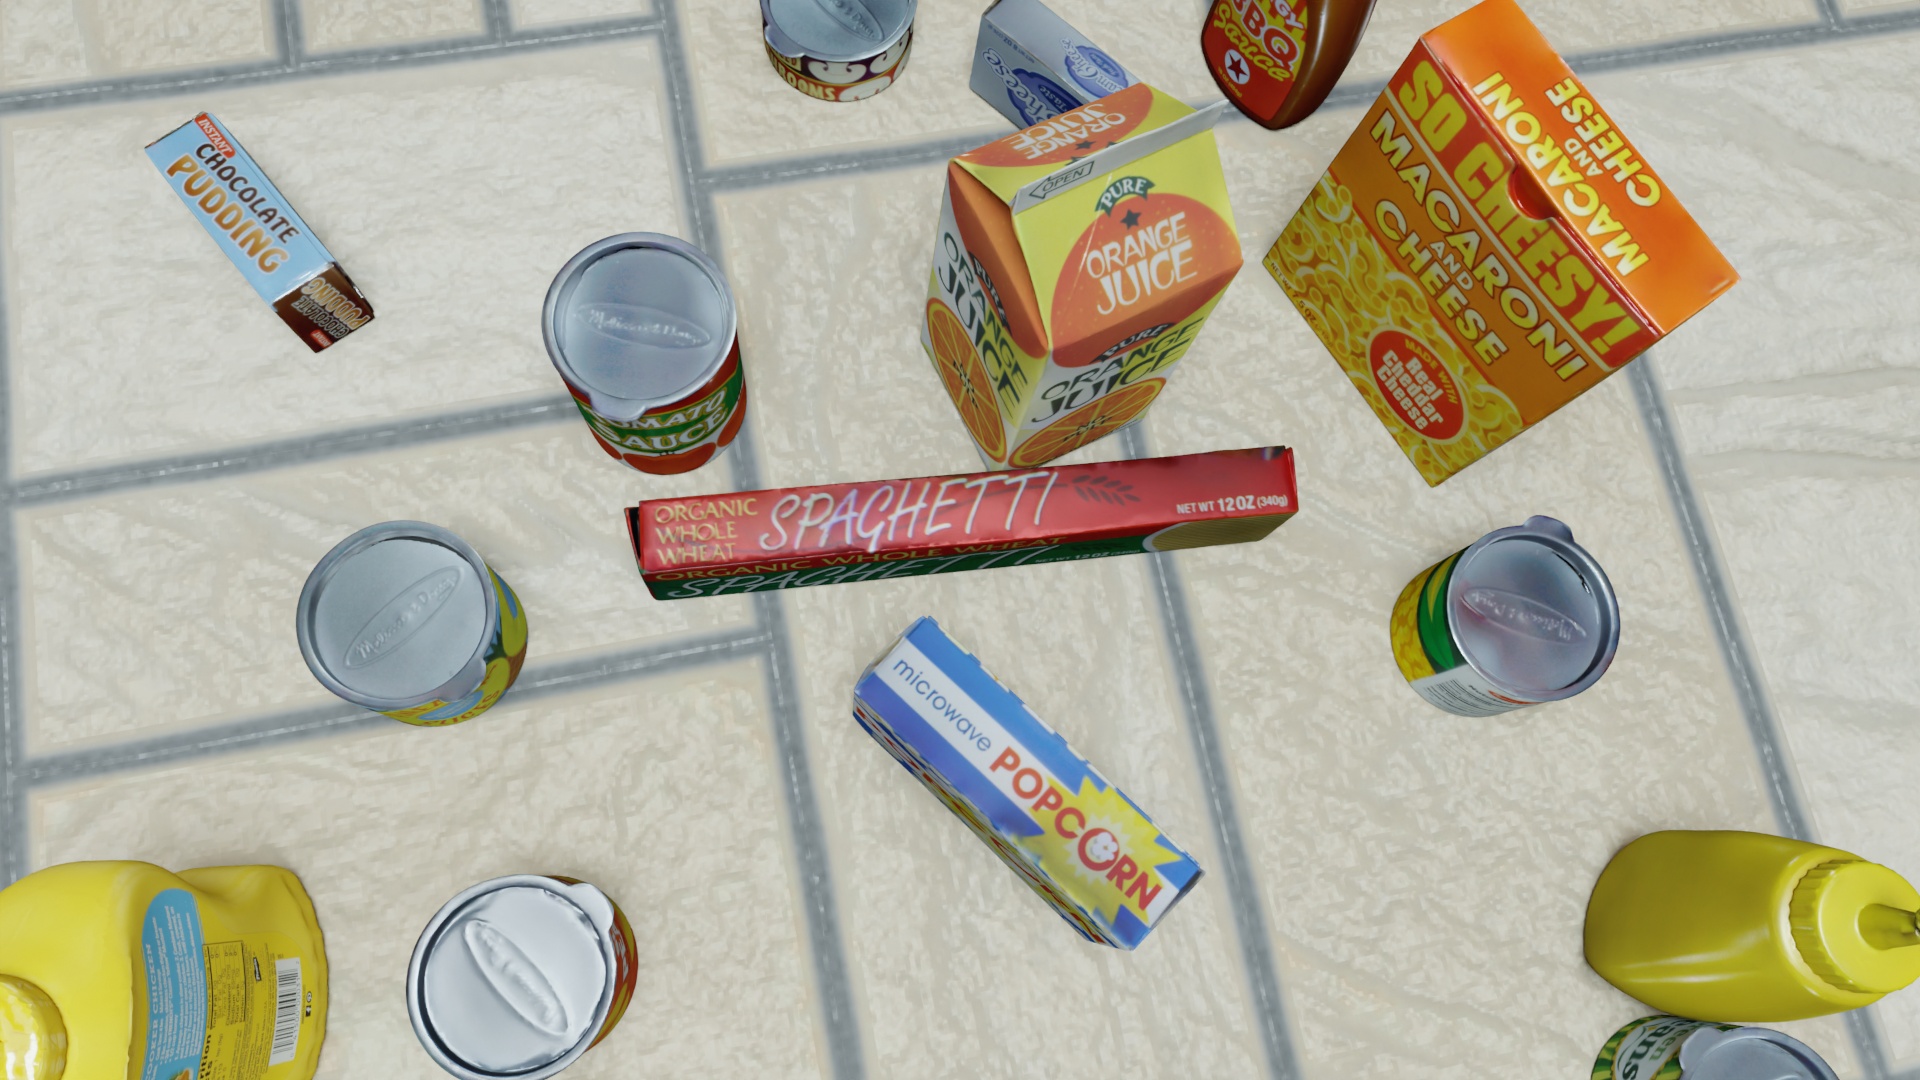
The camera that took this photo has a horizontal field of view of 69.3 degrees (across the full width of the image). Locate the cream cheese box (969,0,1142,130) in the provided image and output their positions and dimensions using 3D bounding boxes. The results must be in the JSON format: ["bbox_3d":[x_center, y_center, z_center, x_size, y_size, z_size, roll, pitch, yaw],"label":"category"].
[{"bbox_3d":[0.052,-0.180,0.581,0.104,0.053,0.024,40,76,5],"label":"cream cheese box"}]

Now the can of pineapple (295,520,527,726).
[{"bbox_3d":[-0.194,0.033,0.499,0.071,0.057,0.071,1,75,-5],"label":"can of pineapple"}]

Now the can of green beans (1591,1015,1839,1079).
[{"bbox_3d":[0.271,0.207,0.498,0.071,0.057,0.071,1,75,-5],"label":"can of green beans"}]

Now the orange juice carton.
[{"bbox_3d":[0.038,-0.089,0.484,0.072,0.192,0.073,-25,79,-11],"label":"orange juice carton"}]

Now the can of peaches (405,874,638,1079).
[{"bbox_3d":[-0.145,0.146,0.474,0.071,0.058,0.071,1,75,-5],"label":"can of peaches"}]

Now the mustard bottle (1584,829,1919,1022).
[{"bbox_3d":[0.271,0.130,0.465,0.049,0.160,0.065,25,75,1],"label":"mustard bottle"}]

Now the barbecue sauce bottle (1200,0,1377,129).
[{"bbox_3d":[0.141,-0.228,0.553,0.044,0.148,0.065,-33,81,-12],"label":"barbecue sauce bottle"}]

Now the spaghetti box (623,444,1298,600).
[{"bbox_3d":[0.002,-0.007,0.533,0.250,0.050,0.029,-5,76,-7],"label":"spaghetti box"}]

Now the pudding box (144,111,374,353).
[{"bbox_3d":[-0.269,-0.118,0.536,0.030,0.049,0.084,-39,82,-13],"label":"pudding box"}]

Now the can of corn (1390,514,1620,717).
[{"bbox_3d":[0.209,0.031,0.538,0.071,0.058,0.071,1,75,-5],"label":"can of corn"}]

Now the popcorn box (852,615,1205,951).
[{"bbox_3d":[0.018,0.087,0.491,0.127,0.085,0.038,42,76,6],"label":"popcorn box"}]

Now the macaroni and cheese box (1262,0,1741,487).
[{"bbox_3d":[0.186,-0.100,0.514,0.040,0.166,0.124,-32,81,-12],"label":"macaroni and cheese box"}]

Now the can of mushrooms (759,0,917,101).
[{"bbox_3d":[-0.054,-0.223,0.592,0.071,0.033,0.071,1,75,-5],"label":"can of mushrooms"}]

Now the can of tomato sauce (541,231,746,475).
[{"bbox_3d":[-0.115,-0.065,0.520,0.071,0.083,0.071,1,76,-5],"label":"can of tomato sauce"}]
